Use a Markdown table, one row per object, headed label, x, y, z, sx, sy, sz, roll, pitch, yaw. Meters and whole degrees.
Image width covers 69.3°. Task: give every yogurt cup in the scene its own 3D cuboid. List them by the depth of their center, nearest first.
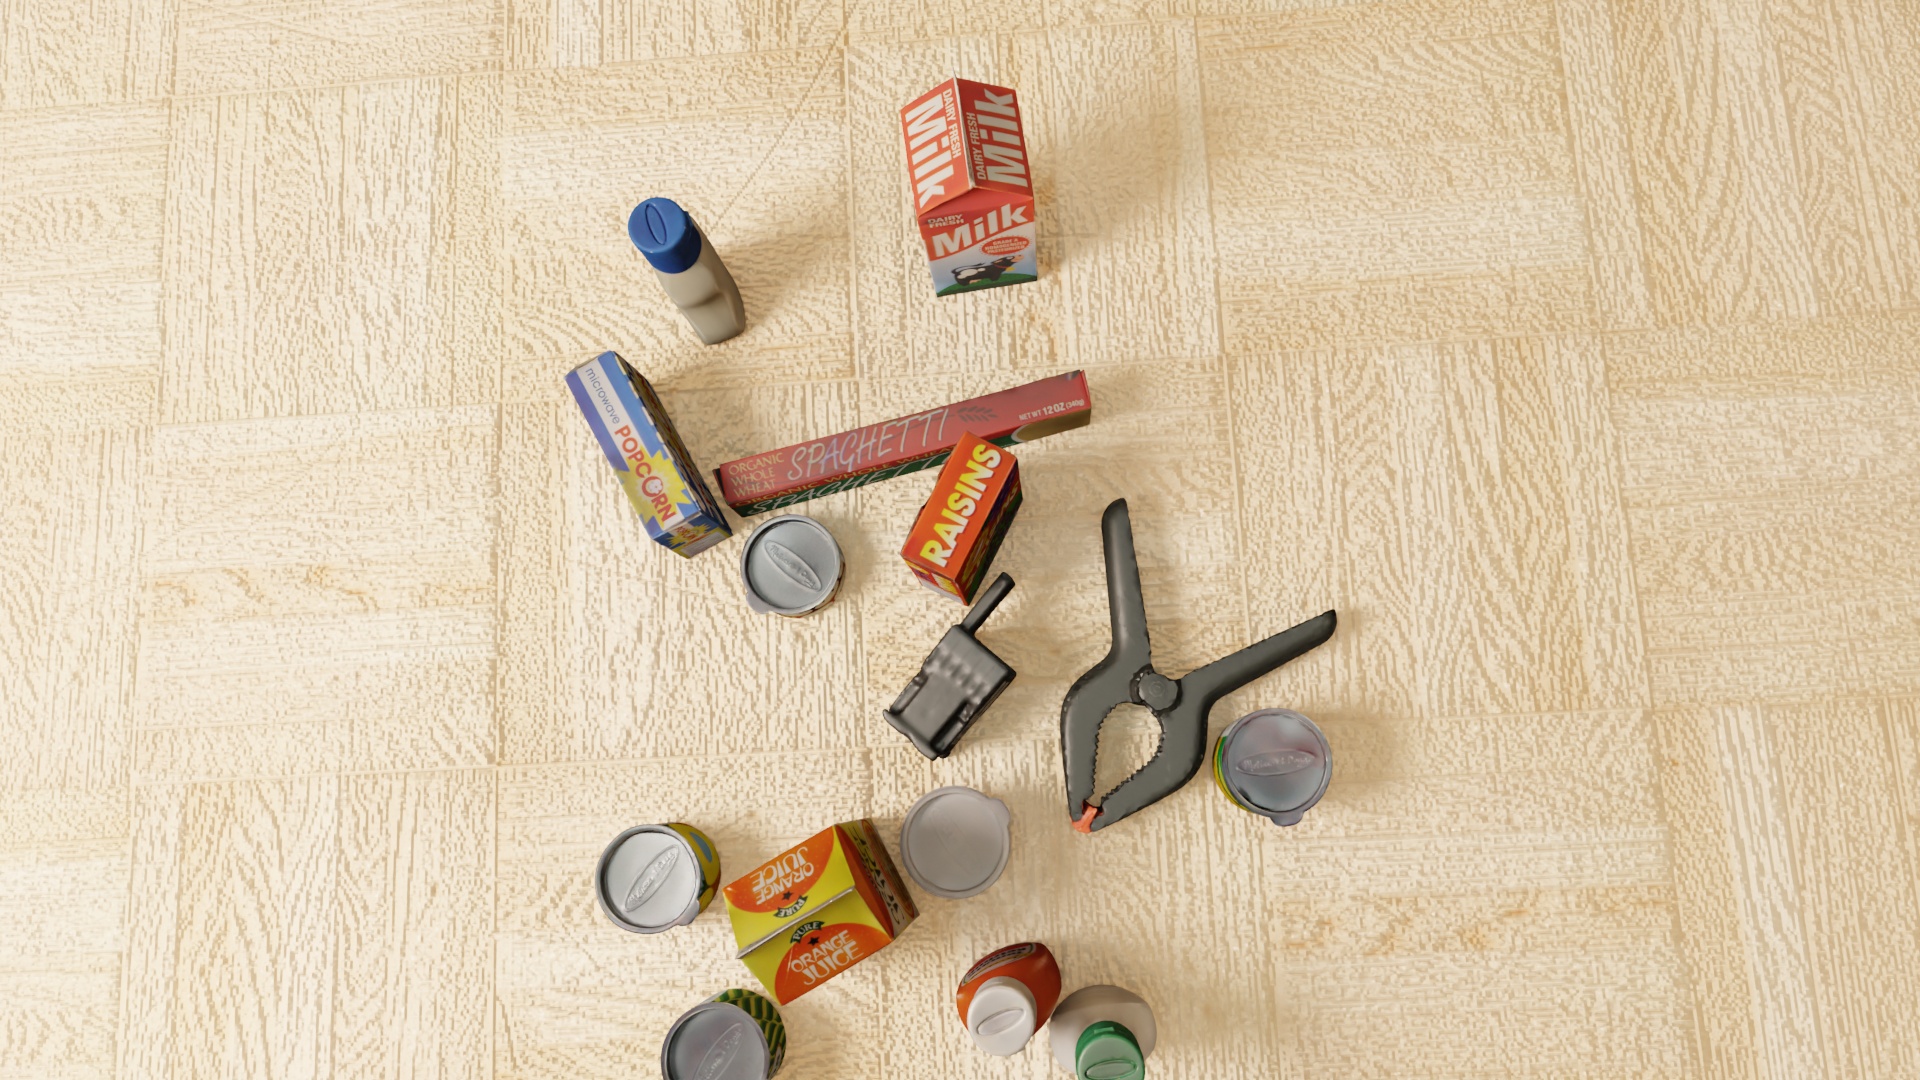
| label | x | y | z | sx | sy | sz | roll | pitch | yaw |
| --- | --- | --- | --- | --- | --- | --- | --- | --- | --- |
| yogurt cup | -0.002 | 0.188 | 0.870 | 0.072 | 0.054 | 0.072 | -1 | 80 | 4 |

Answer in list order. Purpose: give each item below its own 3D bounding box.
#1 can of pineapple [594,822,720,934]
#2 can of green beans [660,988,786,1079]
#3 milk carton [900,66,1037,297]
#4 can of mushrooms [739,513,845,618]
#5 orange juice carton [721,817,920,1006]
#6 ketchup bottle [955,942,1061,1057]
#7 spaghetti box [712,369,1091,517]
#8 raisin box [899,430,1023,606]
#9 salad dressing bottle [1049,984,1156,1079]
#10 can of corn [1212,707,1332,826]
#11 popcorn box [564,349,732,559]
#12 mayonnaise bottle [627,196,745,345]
| label | x | y | z | sx | sy | sz | roll | pitch | yaw |
| --- | --- | --- | --- | --- | --- | --- | --- | --- | --- |
| can of pineapple | -0.188 | 0.213 | 0.875 | 0.071 | 0.058 | 0.071 | -1 | 80 | 4 |
| can of green beans | -0.144 | 0.314 | 0.854 | 0.071 | 0.057 | 0.071 | -1 | 80 | 4 |
| milk carton | 0.007 | -0.221 | 0.873 | 0.073 | 0.190 | 0.072 | -9 | 80 | 2 |
| can of mushrooms | -0.112 | 0.020 | 0.917 | 0.071 | 0.033 | 0.071 | -1 | 80 | 4 |
| orange juice carton | -0.079 | 0.211 | 0.800 | 0.072 | 0.192 | 0.073 | -29 | 80 | -1 |
| ketchup bottle | 0.027 | 0.267 | 0.806 | 0.065 | 0.148 | 0.043 | -25 | 80 | -1 |
| spaghetti box | -0.036 | -0.063 | 0.919 | 0.250 | 0.050 | 0.029 | -15 | 80 | 1 |
| raisin box | 0.003 | -0.011 | 0.870 | 0.040 | 0.123 | 0.086 | 27 | 83 | 8 |
| salad dressing bottle | 0.083 | 0.289 | 0.799 | 0.064 | 0.147 | 0.044 | -9 | 80 | 2 |
| can of corn | 0.193 | 0.141 | 0.863 | 0.071 | 0.058 | 0.071 | -1 | 80 | 4 |
| popcorn box | -0.203 | -0.055 | 0.910 | 0.038 | 0.085 | 0.127 | -30 | 80 | -1 |
| mayonnaise bottle | -0.177 | -0.177 | 0.899 | 0.041 | 0.148 | 0.065 | -22 | 80 | 0 |
